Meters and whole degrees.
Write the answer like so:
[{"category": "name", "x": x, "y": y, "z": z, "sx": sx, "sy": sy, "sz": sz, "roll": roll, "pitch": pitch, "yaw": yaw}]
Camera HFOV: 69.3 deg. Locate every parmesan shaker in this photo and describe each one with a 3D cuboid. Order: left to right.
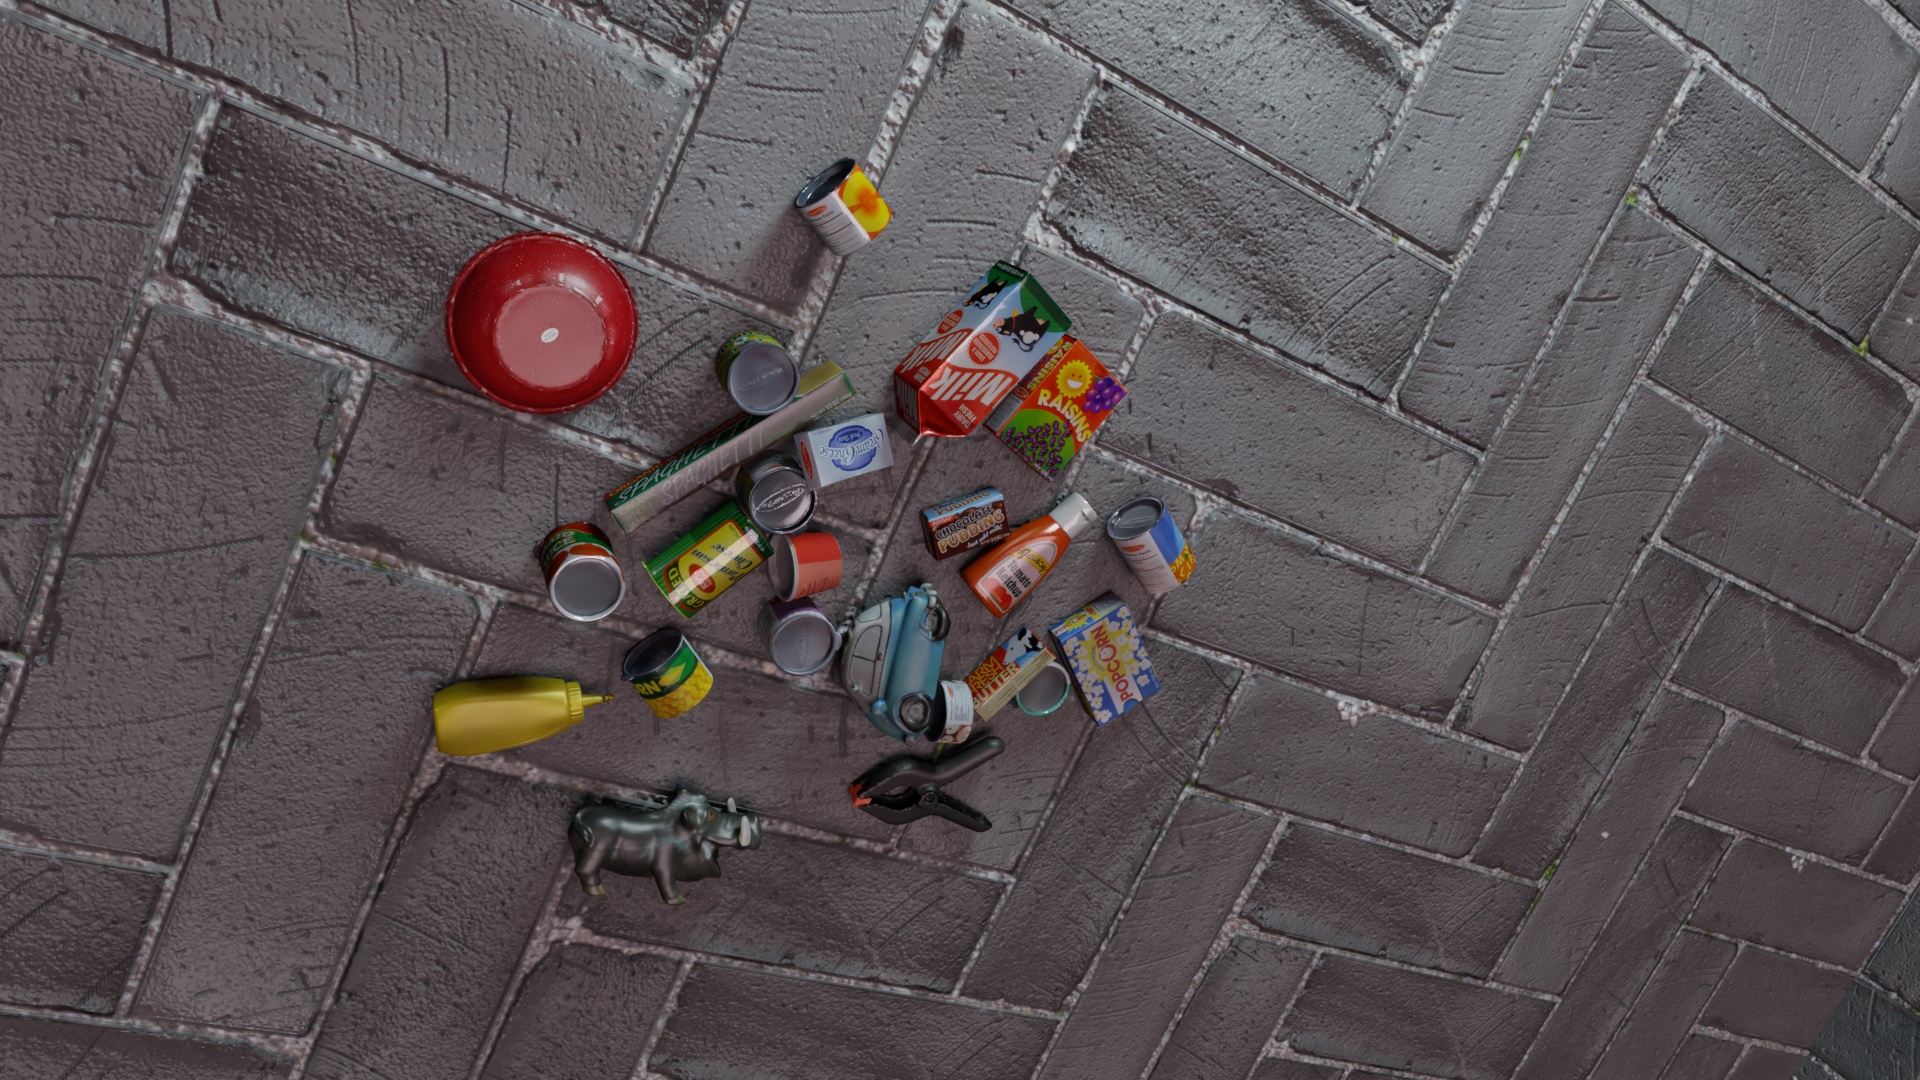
[{"category": "parmesan shaker", "x": -0.235, "y": 0.015, "z": 1.295, "sx": 0.103, "sy": 0.071, "sz": 0.071, "roll": -38, "pitch": 120, "yaw": -5}]

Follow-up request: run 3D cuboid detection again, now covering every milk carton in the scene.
[{"category": "milk carton", "x": 0.008, "y": -0.169, "z": 1.319, "sx": 0.190, "sy": 0.072, "sz": 0.073, "roll": -46, "pitch": 121, "yaw": 0}]

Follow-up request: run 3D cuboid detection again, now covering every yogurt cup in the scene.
[{"category": "yogurt cup", "x": -0.148, "y": 0.022, "z": 1.336, "sx": 0.054, "sy": 0.072, "sz": 0.072, "roll": -6, "pitch": 113, "yaw": -29}]

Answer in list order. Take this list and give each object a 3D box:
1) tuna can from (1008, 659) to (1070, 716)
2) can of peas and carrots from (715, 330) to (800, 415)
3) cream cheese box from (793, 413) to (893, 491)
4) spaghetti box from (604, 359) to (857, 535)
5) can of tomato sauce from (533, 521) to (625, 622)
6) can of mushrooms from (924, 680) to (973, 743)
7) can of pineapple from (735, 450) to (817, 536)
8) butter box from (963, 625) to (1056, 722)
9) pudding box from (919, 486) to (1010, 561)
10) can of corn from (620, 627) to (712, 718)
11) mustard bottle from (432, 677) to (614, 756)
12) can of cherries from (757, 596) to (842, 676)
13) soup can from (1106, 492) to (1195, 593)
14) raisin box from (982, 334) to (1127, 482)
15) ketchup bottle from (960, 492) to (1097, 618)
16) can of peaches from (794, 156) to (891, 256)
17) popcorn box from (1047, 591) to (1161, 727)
[{"category": "tuna can", "x": 0.082, "y": 0.157, "z": 1.503, "sx": 0.071, "sy": 0.033, "sz": 0.070, "roll": -8, "pitch": 113, "yaw": -20}, {"category": "can of peas and carrots", "x": -0.185, "y": -0.154, "z": 1.252, "sx": 0.071, "sy": 0.059, "sz": 0.070, "roll": -8, "pitch": 112, "yaw": -19}, {"category": "cream cheese box", "x": -0.108, "y": -0.084, "z": 1.297, "sx": 0.104, "sy": 0.024, "sz": 0.053, "roll": -22, "pitch": 102, "yaw": -49}, {"category": "spaghetti box", "x": -0.211, "y": -0.087, "z": 1.273, "sx": 0.250, "sy": 0.050, "sz": 0.028, "roll": -32, "pitch": 117, "yaw": -8}, {"category": "can of tomato sauce", "x": -0.341, "y": 0.027, "z": 1.245, "sx": 0.071, "sy": 0.083, "sz": 0.071, "roll": -9, "pitch": 114, "yaw": -20}, {"category": "can of mushrooms", "x": -0.015, "y": 0.180, "z": 1.454, "sx": 0.033, "sy": 0.071, "sz": 0.070, "roll": 4, "pitch": 109, "yaw": -25}, {"category": "can of pineapple", "x": -0.173, "y": -0.044, "z": 1.301, "sx": 0.071, "sy": 0.058, "sz": 0.070, "roll": -8, "pitch": 114, "yaw": -19}, {"category": "butter box", "x": 0.047, "y": 0.140, "z": 1.470, "sx": 0.103, "sy": 0.053, "sz": 0.024, "roll": -42, "pitch": 123, "yaw": -1}, {"category": "pudding box", "x": 0.005, "y": -0.018, "z": 1.403, "sx": 0.084, "sy": 0.030, "sz": 0.049, "roll": -19, "pitch": 116, "yaw": -15}, {"category": "can of corn", "x": -0.280, "y": 0.128, "z": 1.320, "sx": 0.071, "sy": 0.071, "sz": 0.058, "roll": -34, "pitch": 120, "yaw": -7}, {"category": "mustard bottle", "x": -0.404, "y": 0.158, "z": 1.291, "sx": 0.160, "sy": 0.049, "sz": 0.065, "roll": -6, "pitch": 113, "yaw": -21}, {"category": "can of cherries", "x": -0.158, "y": 0.091, "z": 1.362, "sx": 0.071, "sy": 0.058, "sz": 0.071, "roll": -8, "pitch": 112, "yaw": -20}, {"category": "soup can", "x": 0.204, "y": 0.003, "z": 1.475, "sx": 0.071, "sy": 0.071, "sz": 0.083, "roll": -38, "pitch": 121, "yaw": -5}, {"category": "raisin box", "x": 0.096, "y": -0.133, "z": 1.389, "sx": 0.086, "sy": 0.040, "sz": 0.123, "roll": 40, "pitch": 91, "yaw": -29}, {"category": "ketchup bottle", "x": 0.074, "y": 0.011, "z": 1.435, "sx": 0.149, "sy": 0.043, "sz": 0.064, "roll": -41, "pitch": 120, "yaw": -4}, {"category": "can of peaches", "x": -0.102, "y": -0.295, "z": 1.227, "sx": 0.071, "sy": 0.071, "sz": 0.058, "roll": -41, "pitch": 120, "yaw": -3}, {"category": "popcorn box", "x": 0.159, "y": 0.130, "z": 1.521, "sx": 0.085, "sy": 0.038, "sz": 0.126, "roll": -31, "pitch": 119, "yaw": -10}]
